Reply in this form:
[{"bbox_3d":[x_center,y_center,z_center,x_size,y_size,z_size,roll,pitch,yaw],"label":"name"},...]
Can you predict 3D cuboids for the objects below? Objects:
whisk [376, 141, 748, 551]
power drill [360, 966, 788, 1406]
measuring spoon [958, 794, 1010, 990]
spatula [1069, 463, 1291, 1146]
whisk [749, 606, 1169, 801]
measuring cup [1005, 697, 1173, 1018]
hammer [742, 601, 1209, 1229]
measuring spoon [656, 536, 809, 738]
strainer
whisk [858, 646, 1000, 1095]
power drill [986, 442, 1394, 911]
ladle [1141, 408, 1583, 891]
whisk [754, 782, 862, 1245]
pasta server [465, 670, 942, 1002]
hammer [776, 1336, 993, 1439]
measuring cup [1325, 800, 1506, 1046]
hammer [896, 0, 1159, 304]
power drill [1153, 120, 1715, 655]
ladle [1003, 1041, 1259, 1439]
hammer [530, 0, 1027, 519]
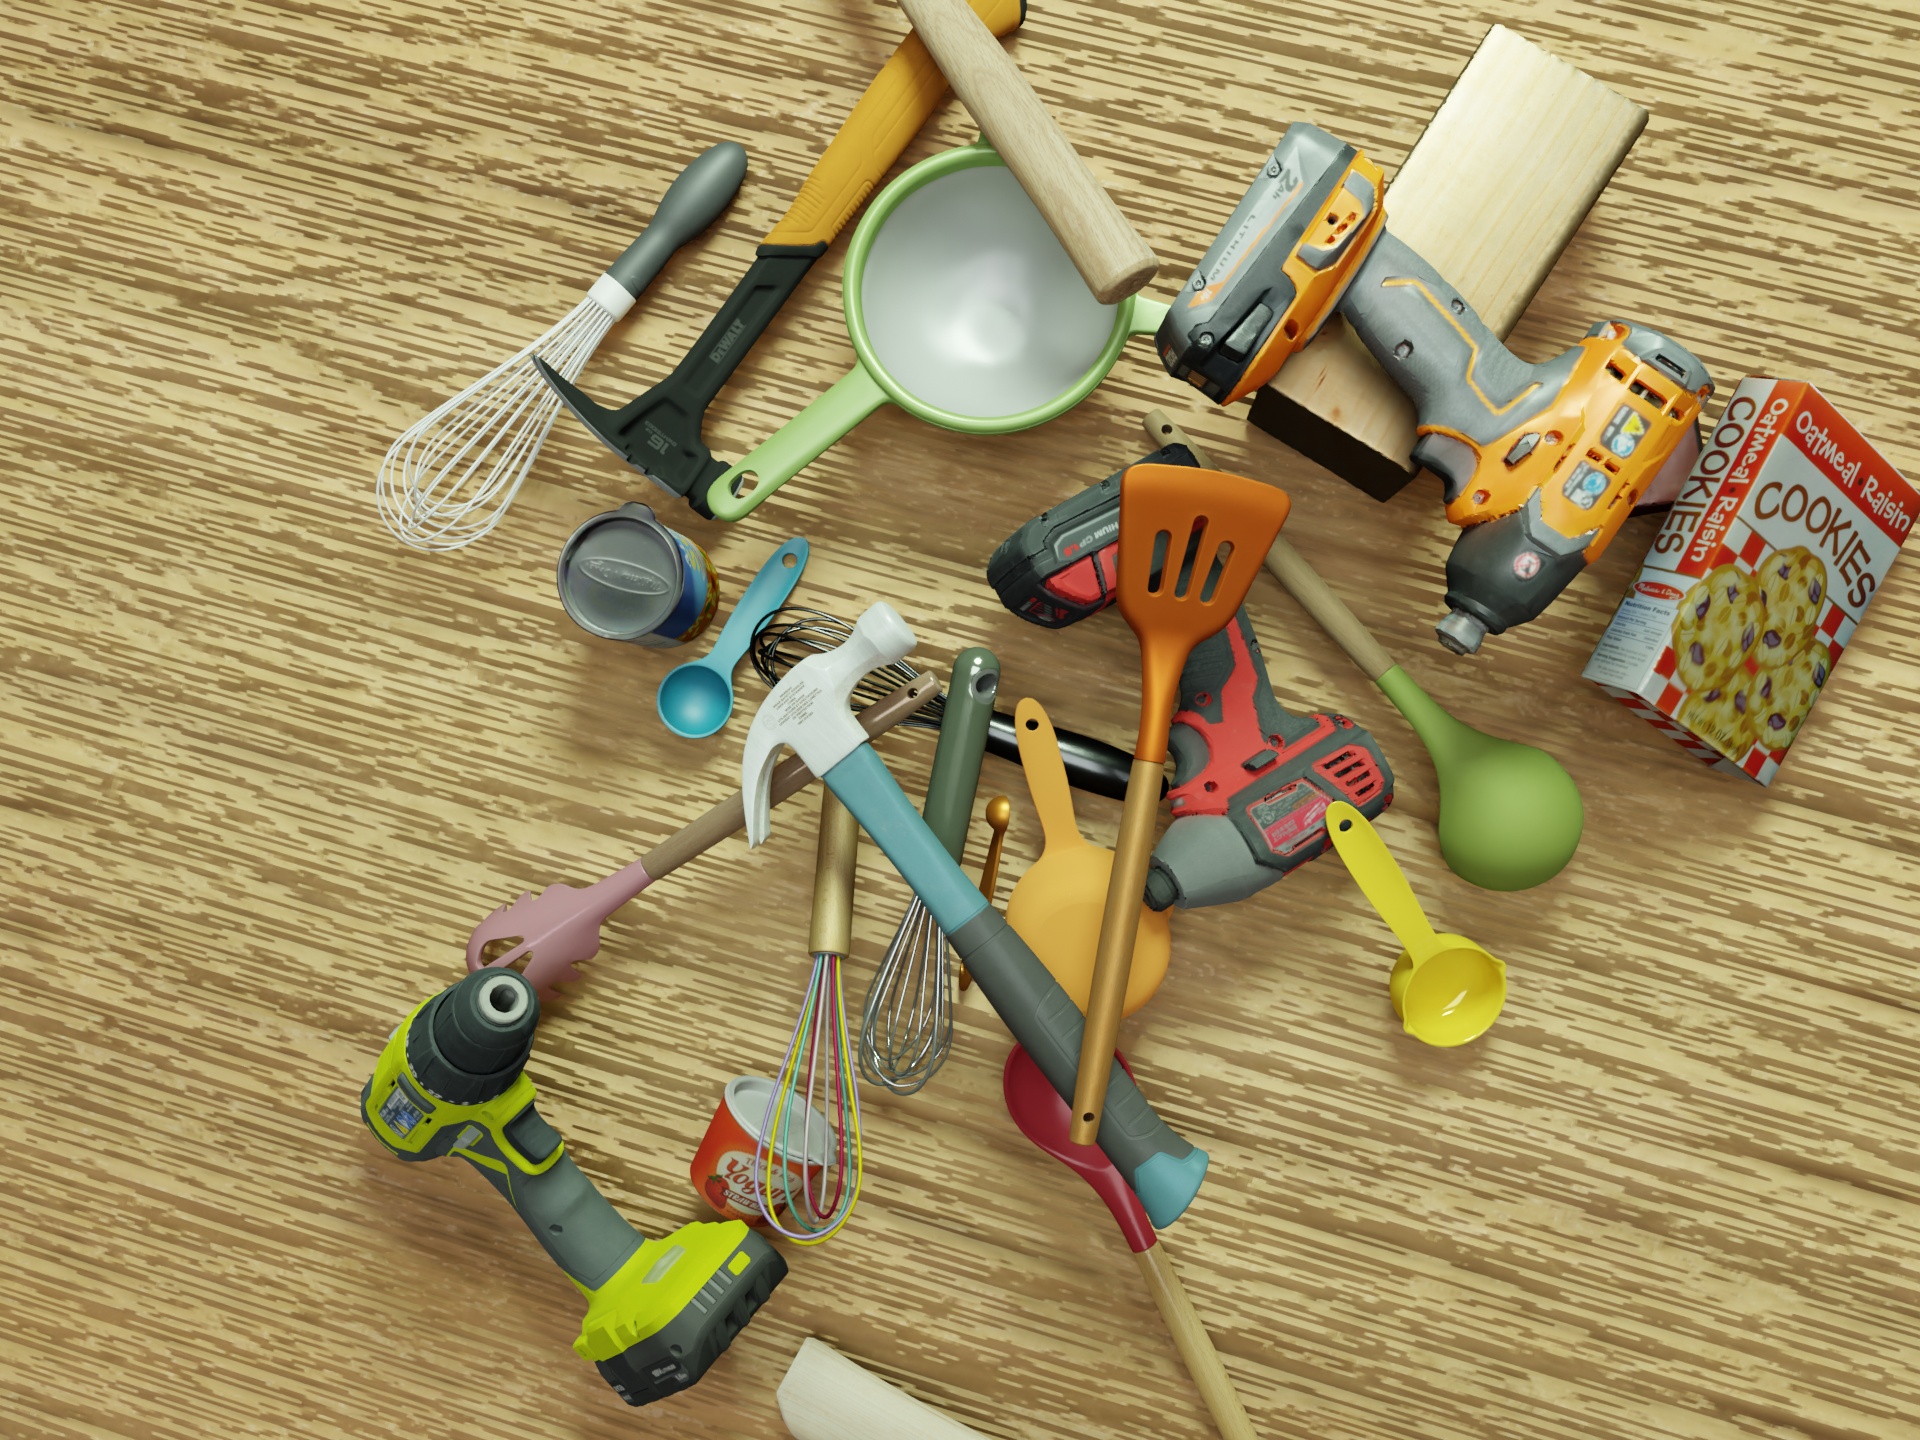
[{"bbox_3d":[-0.211,-0.206,0.868,0.070,0.070,0.284,40,87,4],"label":"whisk"},{"bbox_3d":[-0.200,0.229,0.805,0.228,0.190,0.080,47,49,0],"label":"power drill"},{"bbox_3d":[0.009,0.093,0.843,0.011,0.021,0.117,5,112,-17],"label":"measuring spoon"},{"bbox_3d":[0.086,0.044,0.749,0.081,0.041,0.322,10,91,-6],"label":"spatula"},{"bbox_3d":[-0.001,-0.004,0.851,0.239,0.055,0.055,20,91,1],"label":"whisk"},{"bbox_3d":[0.055,0.075,0.820,0.095,0.052,0.173,-14,103,6],"label":"measuring cup"},{"bbox_3d":[0.013,0.109,0.790,0.128,0.033,0.331,-38,89,9],"label":"hammer"},{"bbox_3d":[-0.121,-0.046,0.878,0.042,0.021,0.128,33,83,4],"label":"measuring spoon"},{"bbox_3d":[-0.025,-0.185,0.839,0.256,0.069,0.151,-38,84,3],"label":"strainer"},{"bbox_3d":[-0.014,0.081,0.831,0.057,0.059,0.246,3,104,-38],"label":"whisk"},{"bbox_3d":[0.111,-0.015,0.811,0.143,0.078,0.219,-30,89,-14],"label":"power drill"},{"bbox_3d":[0.204,-0.042,0.839,0.078,0.062,0.320,-40,79,-3],"label":"ladle"},{"bbox_3d":[-0.066,0.143,0.822,0.051,0.047,0.245,19,63,-34],"label":"whisk"},{"bbox_3d":[-0.141,0.064,0.847,0.316,0.040,0.060,-33,87,10],"label":"pasta server"},{"bbox_3d":[0.094,0.433,0.832,0.410,0.038,0.146,28,101,6],"label":"hammer"},{"bbox_3d":[0.224,0.099,0.813,0.062,0.029,0.156,-34,106,2],"label":"measuring cup"},{"bbox_3d":[0.001,-0.346,0.807,0.130,0.031,0.331,-31,75,-2],"label":"hammer"},{"bbox_3d":[0.203,-0.146,0.726,0.226,0.084,0.164,33,93,0],"label":"power drill"},{"bbox_3d":[0.111,0.302,0.845,0.069,0.031,0.315,-26,89,9],"label":"ladle"},{"bbox_3d":[-0.082,-0.276,0.848,0.127,0.034,0.337,37,89,-25],"label":"hammer"}]
